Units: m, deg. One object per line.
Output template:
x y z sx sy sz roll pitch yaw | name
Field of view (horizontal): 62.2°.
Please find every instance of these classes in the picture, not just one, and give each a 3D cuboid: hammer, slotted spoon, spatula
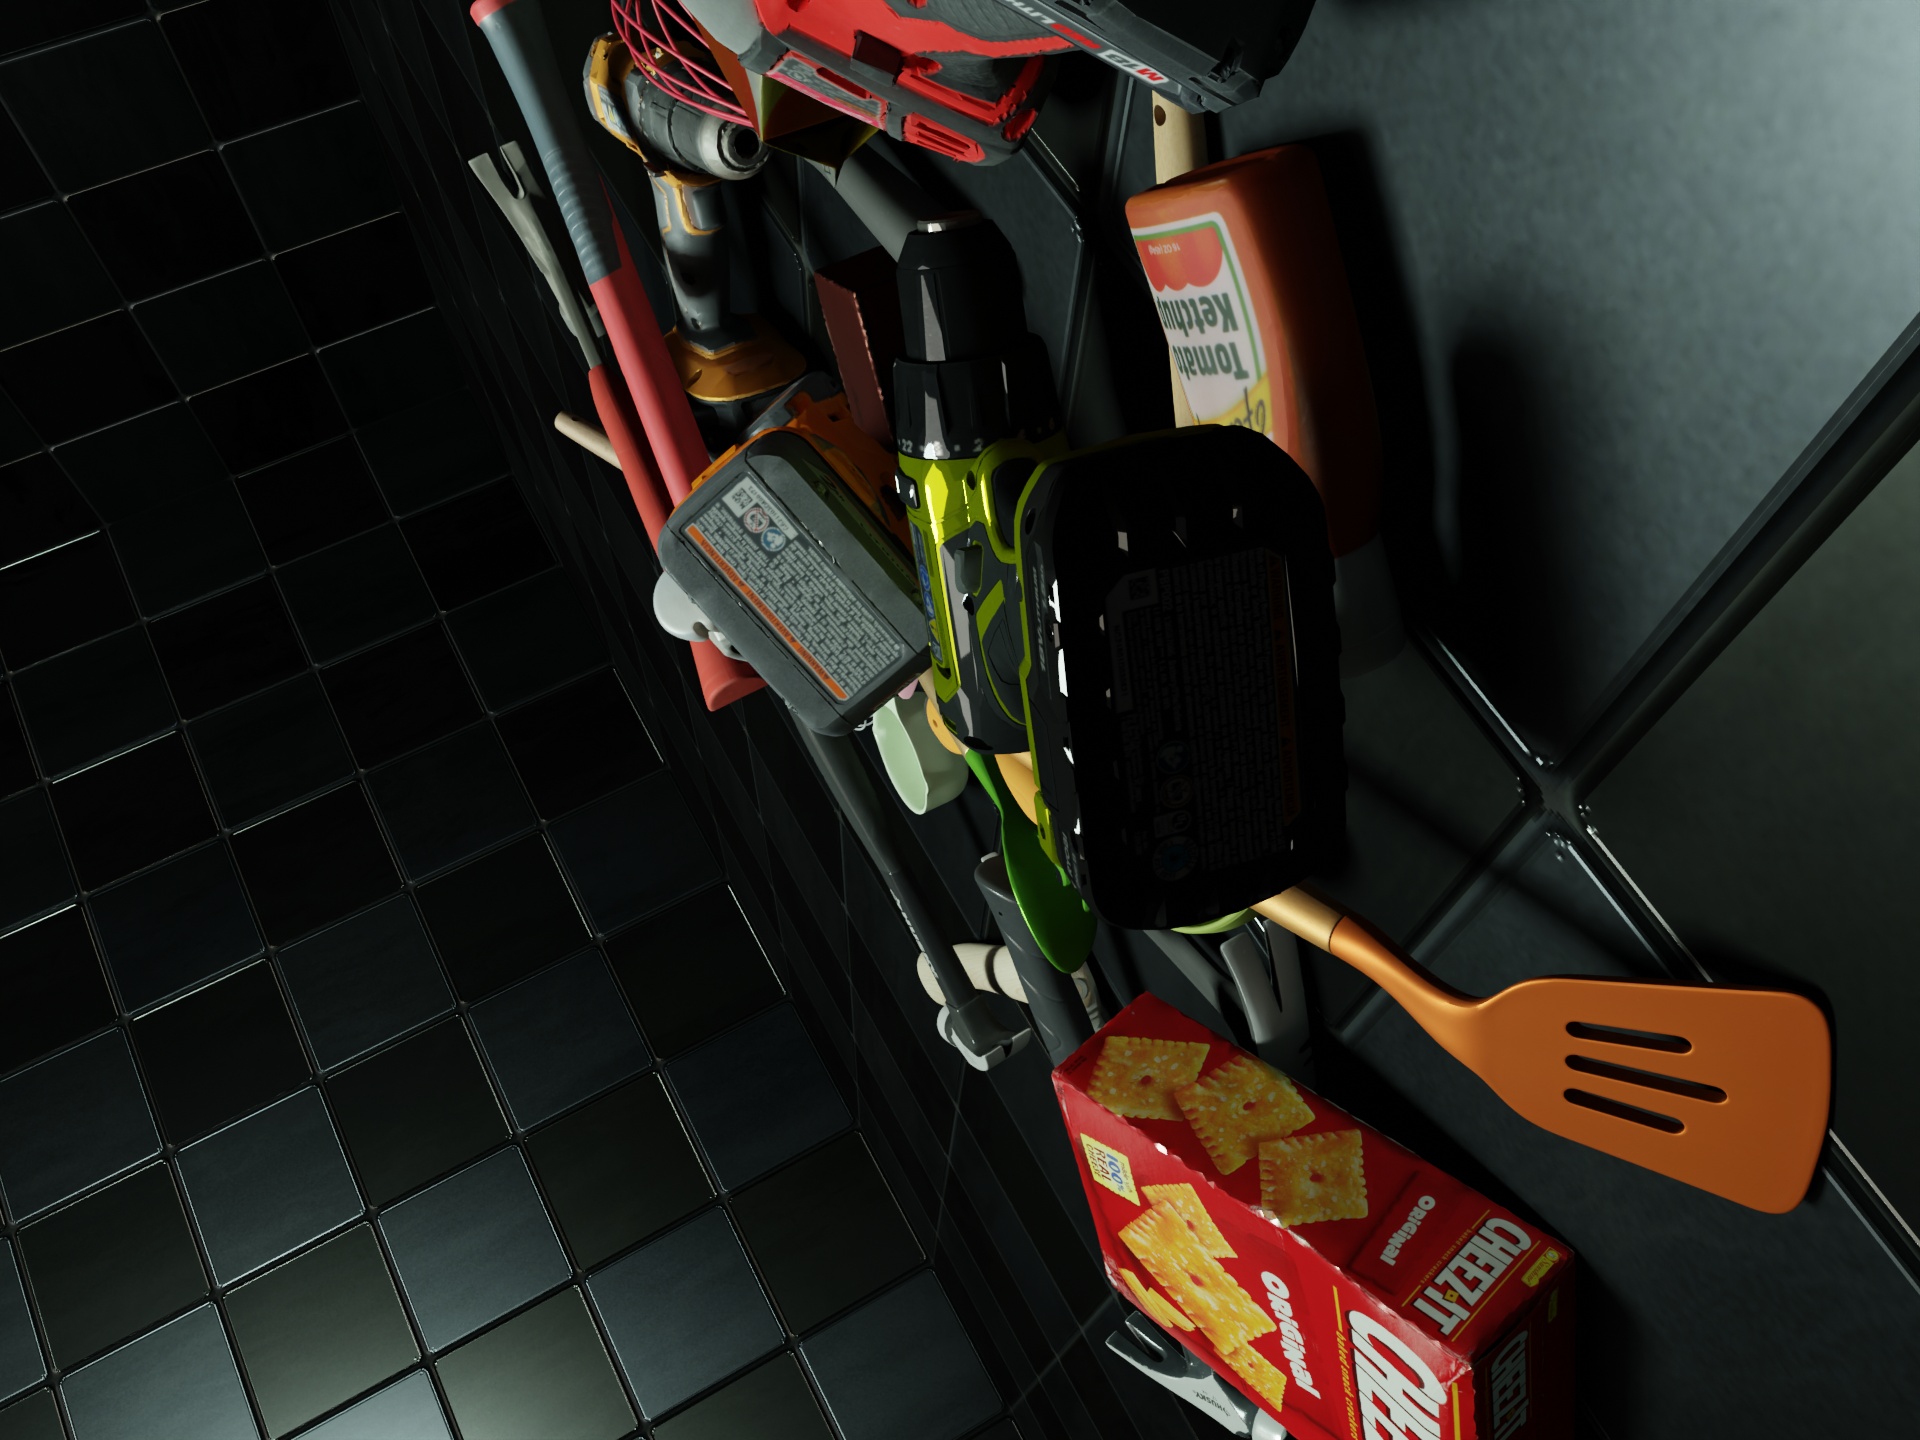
0.091 0.256 0.931 0.149 0.036 0.408 6 124 52 | hammer
-0.001 -0.003 0.819 0.070 0.031 0.314 37 -161 -49 | slotted spoon
-0.050 0.084 1.054 0.334 0.035 0.146 63 166 -7 | hammer
0.065 0.061 0.809 0.337 0.034 0.127 46 157 50 | hammer
-0.187 -0.161 0.896 0.149 0.036 0.359 67 177 -63 | hammer
0.114 0.055 0.519 0.323 0.041 0.081 31 142 48 | spatula
-0.167 -0.210 0.826 0.386 0.038 0.143 68 -164 11 | hammer
0.017 0.169 1.143 0.146 0.038 0.410 65 165 2 | hammer

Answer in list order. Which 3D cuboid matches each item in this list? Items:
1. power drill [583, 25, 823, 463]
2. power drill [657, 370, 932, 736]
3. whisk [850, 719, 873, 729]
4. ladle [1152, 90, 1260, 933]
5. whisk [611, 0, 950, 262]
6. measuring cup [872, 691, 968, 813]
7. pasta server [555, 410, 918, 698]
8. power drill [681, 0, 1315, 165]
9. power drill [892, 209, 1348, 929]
-0.136 -0.260 0.888 0.186 0.084 0.226 44 151 49 | power drill
-0.047 -0.075 0.746 0.164 0.084 0.227 48 -165 -12 | power drill
-0.076 -0.062 1.047 0.070 0.070 0.284 59 160 18 | whisk
0.077 -0.056 0.542 0.078 0.062 0.319 39 149 47 | ladle
-0.071 -0.265 0.698 0.296 0.073 0.073 50 160 27 | whisk
-0.028 -0.020 0.996 0.083 0.038 0.167 43 146 52 | measuring cup
-0.126 -0.107 0.949 0.316 0.060 0.040 31 129 20 | pasta server
-0.009 -0.209 0.423 0.220 0.143 0.078 28 99 65 | power drill
0.031 -0.055 0.501 0.229 0.080 0.190 -126 25 -63 | power drill
